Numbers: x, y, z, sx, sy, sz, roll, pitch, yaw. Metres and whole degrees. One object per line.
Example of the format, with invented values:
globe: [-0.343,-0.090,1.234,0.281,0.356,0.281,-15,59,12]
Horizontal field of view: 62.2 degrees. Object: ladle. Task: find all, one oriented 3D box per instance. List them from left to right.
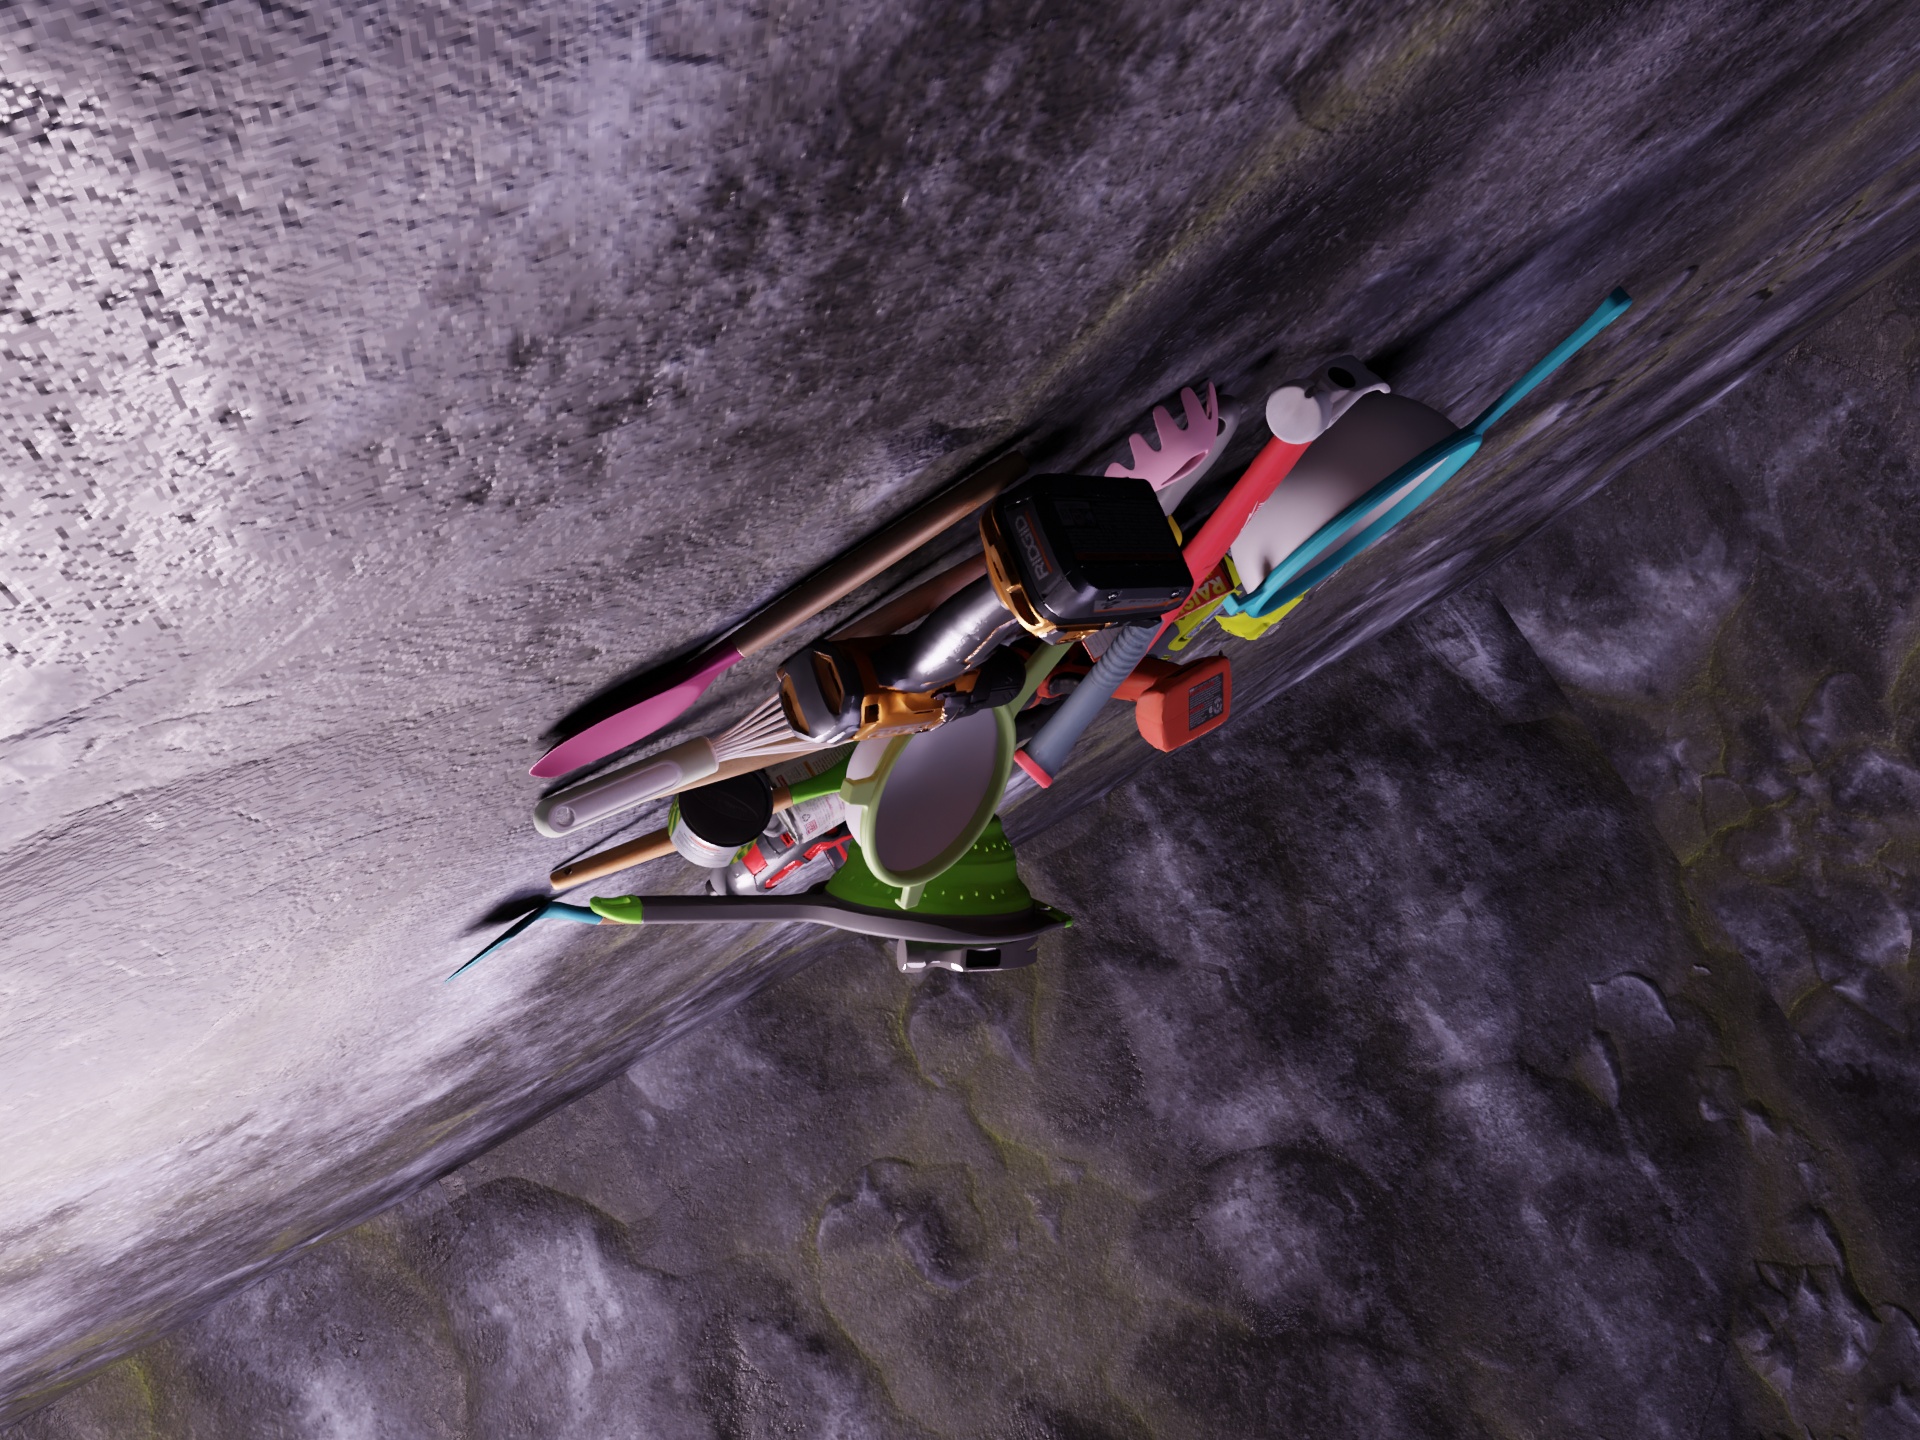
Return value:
ladle: [-0.107,0.002,1.107,0.320,0.062,0.078,-17,168,-34]

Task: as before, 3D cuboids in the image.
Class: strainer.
strainer: [-0.002,-0.004,1.113,0.256,0.069,0.151,-50,145,-21]
strainer: [0.316,-0.214,1.156,0.340,0.095,0.211,-42,169,25]

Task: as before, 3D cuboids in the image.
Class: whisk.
whisk: [-0.151,0.018,1.002,0.246,0.057,0.059,-23,-161,-22]
whisk: [0.136,-0.145,1.067,0.055,0.055,0.239,-27,166,-23]

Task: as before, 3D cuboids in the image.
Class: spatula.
spatula: [-0.273,0.167,1.288,0.082,0.044,0.317,-34,158,29]

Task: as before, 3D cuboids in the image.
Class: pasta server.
pasta server: [0.022,-0.107,0.967,0.316,0.040,0.060,-29,171,9]

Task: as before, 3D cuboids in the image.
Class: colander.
colander: [-0.098,0.116,1.295,0.397,0.094,0.205,2,-175,-24]

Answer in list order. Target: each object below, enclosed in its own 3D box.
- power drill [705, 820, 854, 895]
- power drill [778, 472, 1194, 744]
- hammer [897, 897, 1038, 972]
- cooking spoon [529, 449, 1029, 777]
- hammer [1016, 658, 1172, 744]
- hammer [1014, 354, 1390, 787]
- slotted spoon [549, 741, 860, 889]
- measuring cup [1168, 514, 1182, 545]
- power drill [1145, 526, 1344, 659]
power drill: [-0.132,0.110,1.460,0.143,0.079,0.219,-37,166,25]
power drill: [0.027,-0.055,0.929,0.226,0.084,0.185,-32,164,38]
hammer: [-0.024,0.175,1.430,0.130,0.031,0.331,3,-175,-15]
cooking spoon: [-0.100,-0.054,0.862,0.319,0.017,0.068,-32,169,6]
hammer: [0.082,-0.010,1.528,0.331,0.033,0.128,-31,159,-19]
hammer: [0.154,-0.092,1.115,0.143,0.038,0.386,-31,161,-52]
slotted spoon: [-0.149,0.065,1.169,0.313,0.070,0.031,-20,147,-8]
measuring cup: [0.101,-0.107,1.188,0.156,0.029,0.062,-31,171,-18]
power drill: [0.254,-0.137,1.392,0.190,0.080,0.228,-45,163,26]
